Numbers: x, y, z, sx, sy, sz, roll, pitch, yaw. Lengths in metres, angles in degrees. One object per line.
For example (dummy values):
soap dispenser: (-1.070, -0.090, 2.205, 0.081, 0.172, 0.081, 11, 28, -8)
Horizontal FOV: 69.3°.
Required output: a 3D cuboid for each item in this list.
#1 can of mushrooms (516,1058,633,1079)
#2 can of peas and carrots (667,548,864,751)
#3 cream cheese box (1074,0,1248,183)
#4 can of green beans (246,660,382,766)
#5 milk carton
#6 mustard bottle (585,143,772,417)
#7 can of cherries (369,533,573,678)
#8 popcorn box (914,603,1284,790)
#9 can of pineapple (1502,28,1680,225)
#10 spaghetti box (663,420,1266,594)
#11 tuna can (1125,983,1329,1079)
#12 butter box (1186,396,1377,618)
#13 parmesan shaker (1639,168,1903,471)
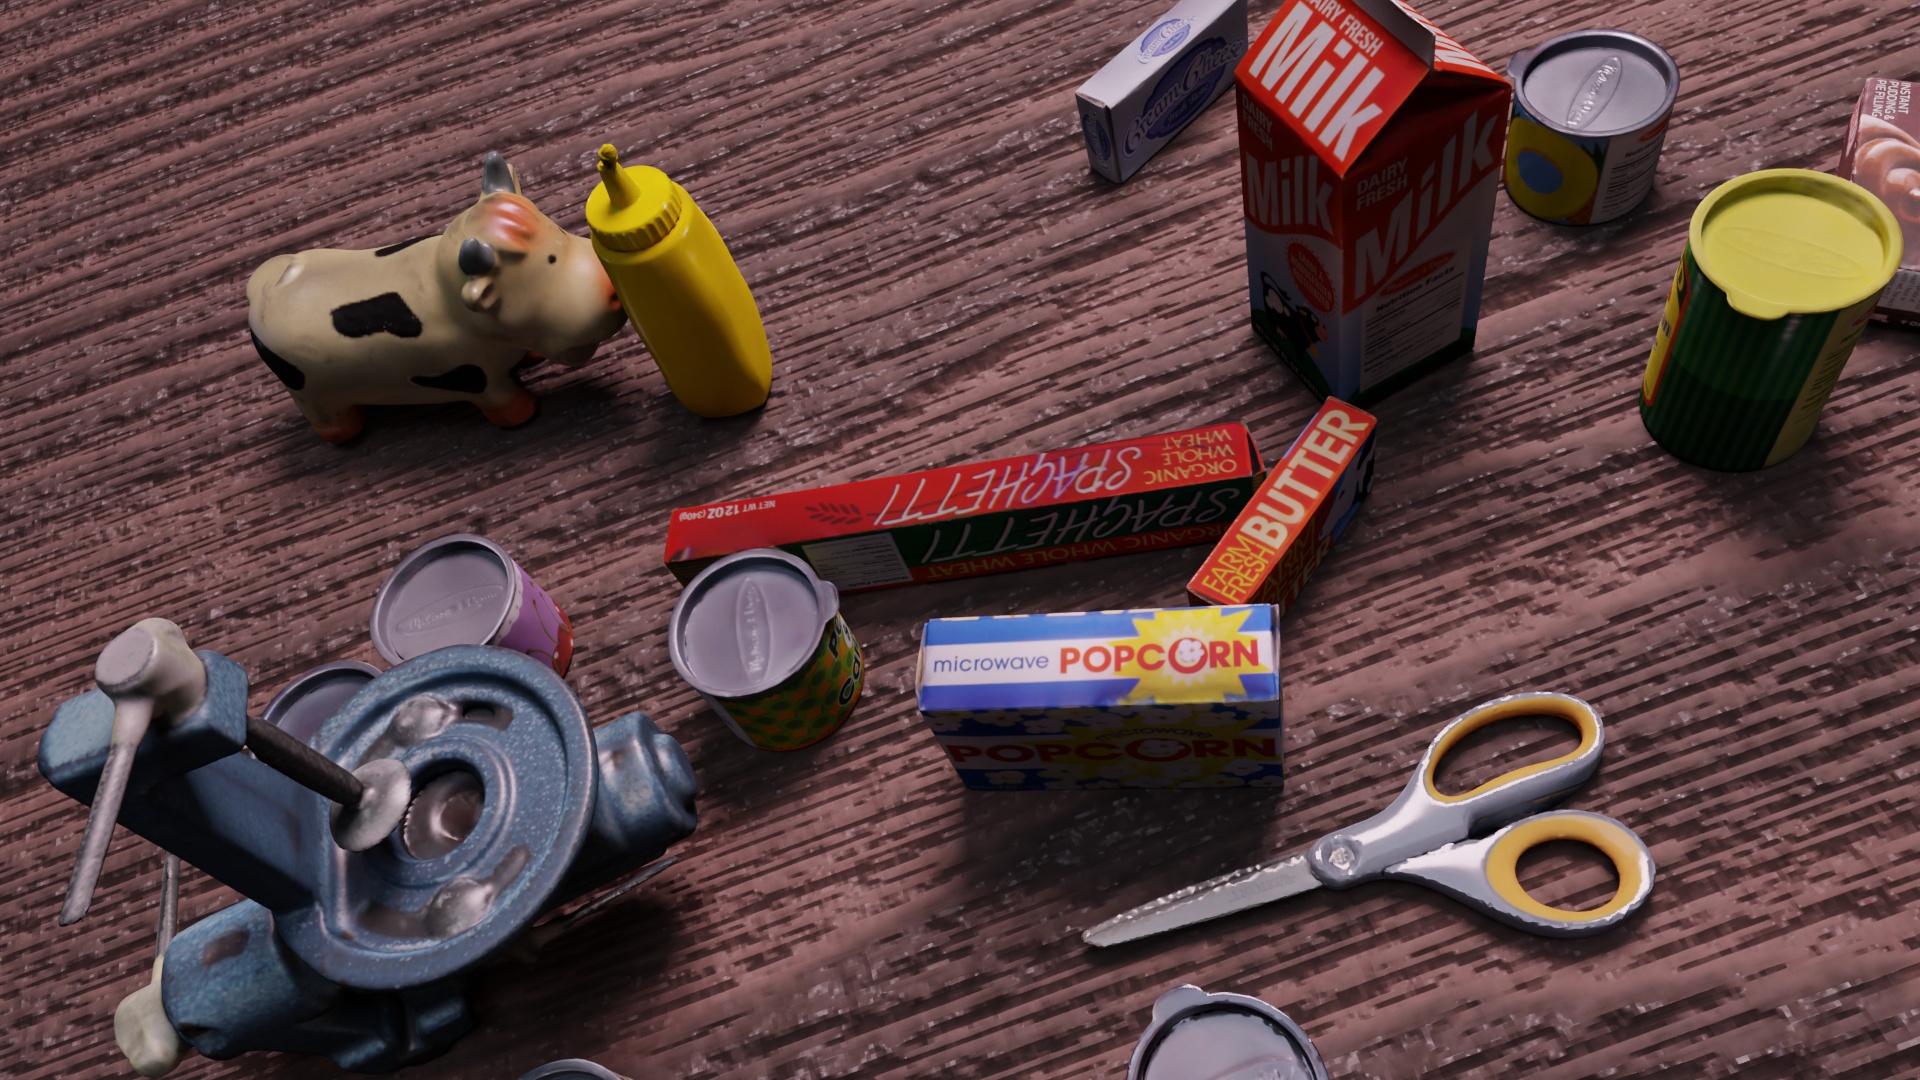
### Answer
can of mushrooms: (-0.134, 0.221, 0.492, 0.071, 0.033, 0.071, -6, 58, 10)
can of peas and carrots: (-0.076, 0.045, 0.570, 0.071, 0.058, 0.071, -6, 58, 10)
cream cheese box: (0.104, -0.232, 0.698, 0.104, 0.053, 0.024, -43, 59, -13)
can of green beans: (-0.253, 0.093, 0.586, 0.071, 0.057, 0.071, -6, 58, 10)
milk carton: (0.159, -0.140, 0.546, 0.073, 0.189, 0.072, -29, 57, -4)
mustard bottle: (-0.130, -0.120, 0.624, 0.049, 0.159, 0.065, -14, 57, 6)
can of cherries: (-0.212, 0.042, 0.606, 0.071, 0.058, 0.072, -6, 58, 10)
popcorn box: (0.055, 0.060, 0.512, 0.127, 0.085, 0.038, -3, 59, 12)
can of pineapple: (0.279, -0.185, 0.623, 0.071, 0.057, 0.071, -6, 58, 10)
spaghetti box: (0.002, -0.007, 0.588, 0.250, 0.050, 0.029, -9, 58, 9)
tuna can: (0.088, 0.184, 0.459, 0.071, 0.032, 0.071, -6, 58, 10)
butter box: (0.129, -0.003, 0.551, 0.024, 0.053, 0.104, 30, 70, 28)
parmesan shaker: (0.299, -0.078, 0.525, 0.071, 0.102, 0.071, -6, 58, 10)
